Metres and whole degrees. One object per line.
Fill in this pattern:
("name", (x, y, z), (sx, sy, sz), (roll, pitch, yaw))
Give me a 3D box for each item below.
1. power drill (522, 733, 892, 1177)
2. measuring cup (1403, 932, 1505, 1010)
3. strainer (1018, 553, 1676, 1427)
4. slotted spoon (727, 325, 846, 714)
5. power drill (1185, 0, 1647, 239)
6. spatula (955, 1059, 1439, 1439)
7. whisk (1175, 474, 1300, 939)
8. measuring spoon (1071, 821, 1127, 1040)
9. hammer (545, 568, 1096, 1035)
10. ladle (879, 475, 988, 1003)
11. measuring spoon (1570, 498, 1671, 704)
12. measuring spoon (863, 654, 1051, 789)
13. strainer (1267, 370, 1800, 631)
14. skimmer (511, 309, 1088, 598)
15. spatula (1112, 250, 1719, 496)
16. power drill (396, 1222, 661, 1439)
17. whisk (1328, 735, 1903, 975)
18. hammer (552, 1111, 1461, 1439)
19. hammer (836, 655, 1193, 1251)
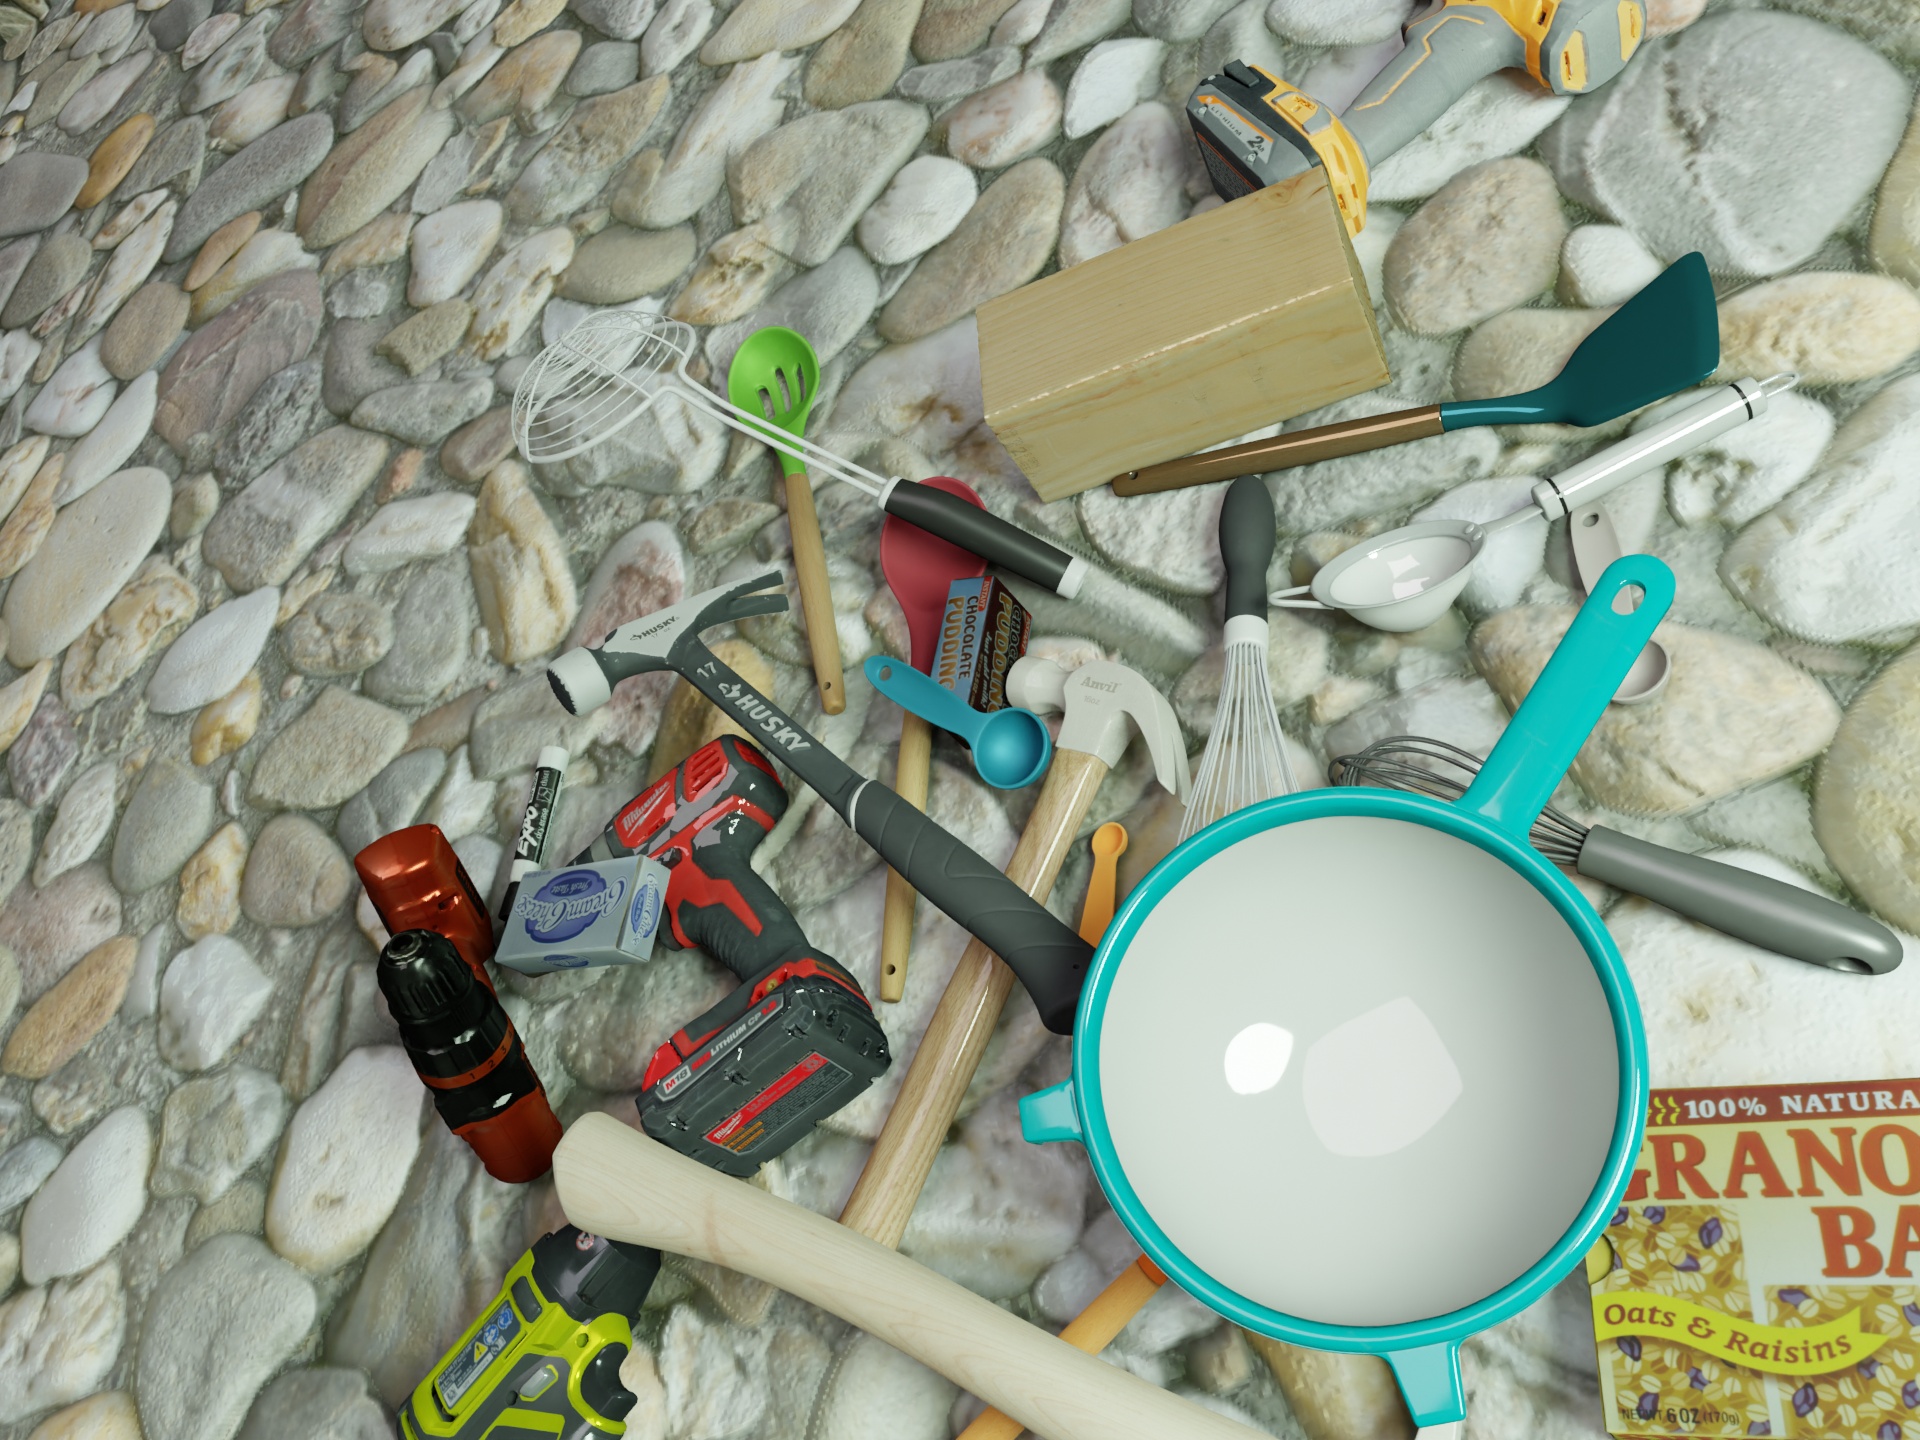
("power drill", (-0.152, 0.132, 0.860), (0.188, 0.080, 0.227), (-38, 48, 6))
("measuring cup", (0.175, 0.102, 0.709), (0.156, 0.029, 0.062), (-6, 60, 26))
("strainer", (0.193, 0.088, 0.641), (0.211, 0.095, 0.340), (30, 79, 30))
("slotted spoon", (-0.103, -0.133, 1.016), (0.070, 0.031, 0.314), (-24, 55, 17))
("power drill", (0.246, -0.384, 0.924), (0.226, 0.084, 0.186), (-32, 51, 5))
("spatula", (0.069, 0.258, 0.688), (0.322, 0.041, 0.081), (-47, 52, 4))
("whisk", (0.139, -0.014, 0.781), (0.070, 0.070, 0.285), (-11, 52, 25))
("measuring spoon", (0.069, 0.106, 0.785), (0.021, 0.011, 0.117), (-9, 62, 38))
("hammer", (-0.057, 0.033, 0.823), (0.149, 0.036, 0.409), (-32, 45, -24))
("ladle", (-0.023, 0.003, 0.888), (0.069, 0.031, 0.316), (-3, 63, 17))
("measuring spoon", (0.304, -0.056, 0.740), (0.034, 0.018, 0.124), (-20, 47, 28))
("measuring spoon", (-0.001, -0.003, 0.827), (0.129, 0.021, 0.042), (31, 94, 35))
("strainer", (0.273, -0.099, 0.757), (0.258, 0.050, 0.087), (-28, 21, 13))
("skimmer", (-0.097, -0.143, 0.935), (0.363, 0.090, 0.127), (26, 60, 7))
("spatula", (0.222, -0.160, 0.828), (0.317, 0.044, 0.082), (-9, 55, 28))
("power drill", (-0.159, 0.341, 0.740), (0.171, 0.080, 0.223), (-49, 47, -3))
("whisk", (0.267, 0.058, 0.675), (0.239, 0.055, 0.055), (21, 75, 33))
("hammer", (-0.003, 0.246, 0.668), (0.411, 0.038, 0.146), (17, 68, 27))
("hammer", (0.017, 0.120, 0.785), (0.130, 0.031, 0.331), (12, 71, 46))
